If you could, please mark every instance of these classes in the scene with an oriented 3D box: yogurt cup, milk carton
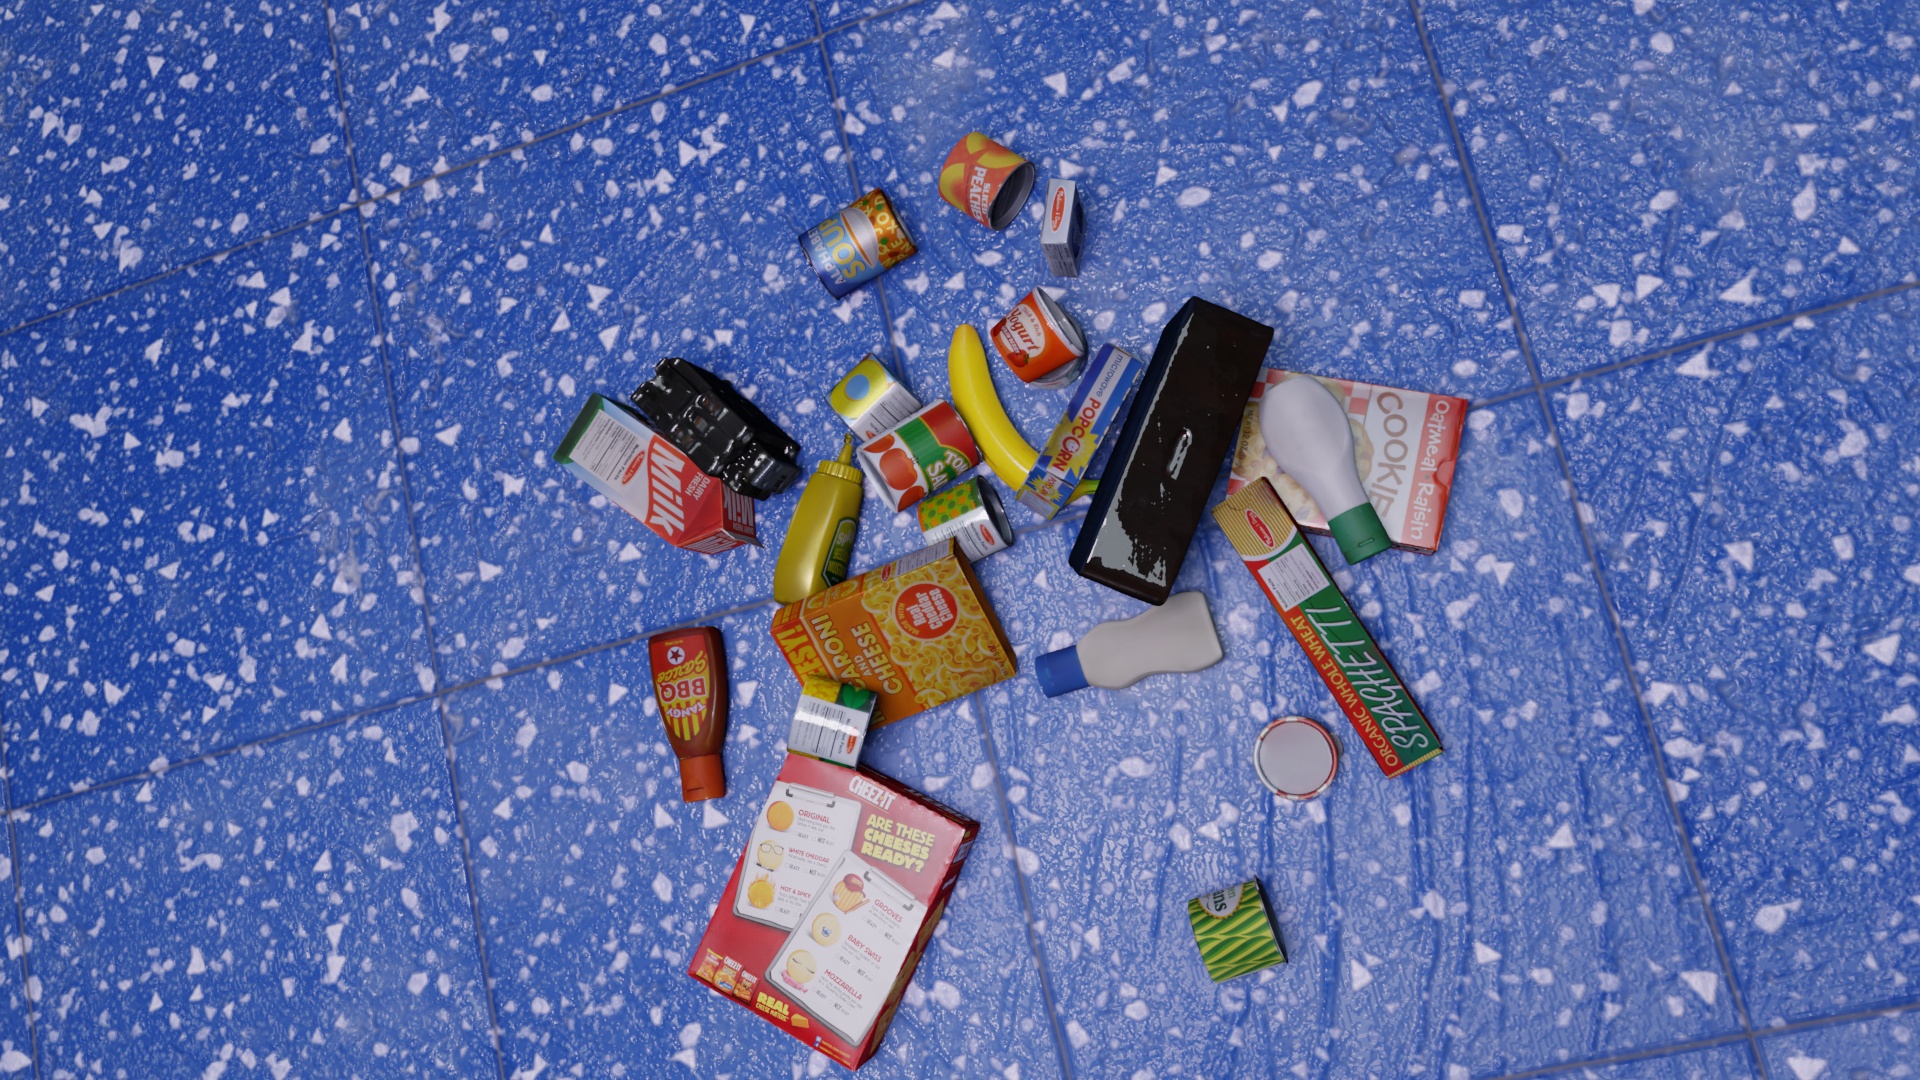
[{"bbox_3d":[0.061,-0.165,1.133,0.054,0.072,0.072,-35,76,17],"label":"yogurt cup"},{"bbox_3d":[-0.257,-0.048,1.229,0.191,0.072,0.073,34,92,17],"label":"milk carton"}]

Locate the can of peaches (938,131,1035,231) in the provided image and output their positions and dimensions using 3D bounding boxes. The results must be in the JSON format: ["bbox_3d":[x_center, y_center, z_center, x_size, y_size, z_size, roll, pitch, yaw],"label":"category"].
[{"bbox_3d":[0.021,-0.308,1.193,0.058,0.071,0.071,35,92,16],"label":"can of peaches"}]

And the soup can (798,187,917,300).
[{"bbox_3d":[-0.090,-0.260,1.214,0.083,0.071,0.071,-30,77,9],"label":"soup can"}]

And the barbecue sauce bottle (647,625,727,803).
[{"bbox_3d":[-0.232,0.152,1.211,0.065,0.043,0.148,-11,81,11],"label":"barbecue sauce bottle"}]

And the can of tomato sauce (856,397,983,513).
[{"bbox_3d":[-0.034,-0.070,1.165,0.083,0.071,0.071,-32,76,-12],"label":"can of tomato sauce"}]

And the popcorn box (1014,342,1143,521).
[{"bbox_3d":[0.095,-0.087,1.117,0.038,0.085,0.127,30,70,0],"label":"popcorn box"}]

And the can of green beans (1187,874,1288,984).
[{"bbox_3d":[0.213,0.300,1.068,0.058,0.071,0.071,-21,79,11],"label":"can of green beans"}]

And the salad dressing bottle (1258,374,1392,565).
[{"bbox_3d":[0.281,-0.054,1.067,0.064,0.044,0.148,-26,78,10],"label":"salad dressing bottle"}]

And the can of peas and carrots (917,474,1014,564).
[{"bbox_3d":[0.004,-0.015,1.162,0.058,0.071,0.071,-25,78,13],"label":"can of peas and carrots"}]

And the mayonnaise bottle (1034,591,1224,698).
[{"bbox_3d":[0.135,0.090,1.129,0.148,0.041,0.065,-18,78,12],"label":"mayonnaise bottle"}]

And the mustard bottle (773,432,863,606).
[{"bbox_3d":[-0.116,-0.017,1.194,0.049,0.065,0.160,13,83,20],"label":"mustard bottle"}]

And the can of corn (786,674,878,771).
[{"bbox_3d":[-0.103,0.146,1.118,0.058,0.071,0.071,16,87,0],"label":"can of corn"}]

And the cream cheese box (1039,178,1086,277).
[{"bbox_3d":[0.085,-0.257,1.153,0.024,0.104,0.053,9,87,11],"label":"cream cheese box"}]

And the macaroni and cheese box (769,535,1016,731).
[{"bbox_3d":[-0.054,0.084,1.148,0.166,0.040,0.123,-22,112,11],"label":"macaroni and cheese box"}]

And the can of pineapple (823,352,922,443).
[{"bbox_3d":[-0.076,-0.121,1.196,0.058,0.071,0.071,-43,75,5],"label":"can of pineapple"}]

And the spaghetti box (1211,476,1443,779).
[{"bbox_3d":[0.283,0.067,1.077,0.050,0.029,0.250,-34,86,18],"label":"spaghetti box"}]

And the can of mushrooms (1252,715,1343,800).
[{"bbox_3d":[0.265,0.169,1.089,0.071,0.033,0.071,-2,82,14],"label":"can of mushrooms"}]

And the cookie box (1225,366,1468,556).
[{"bbox_3d":[0.304,-0.064,1.106,0.167,0.040,0.123,11,86,15],"label":"cookie box"}]

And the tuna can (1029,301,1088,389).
[{"bbox_3d":[0.075,-0.165,1.180,0.071,0.033,0.071,-2,83,14],"label":"tuna can"}]
